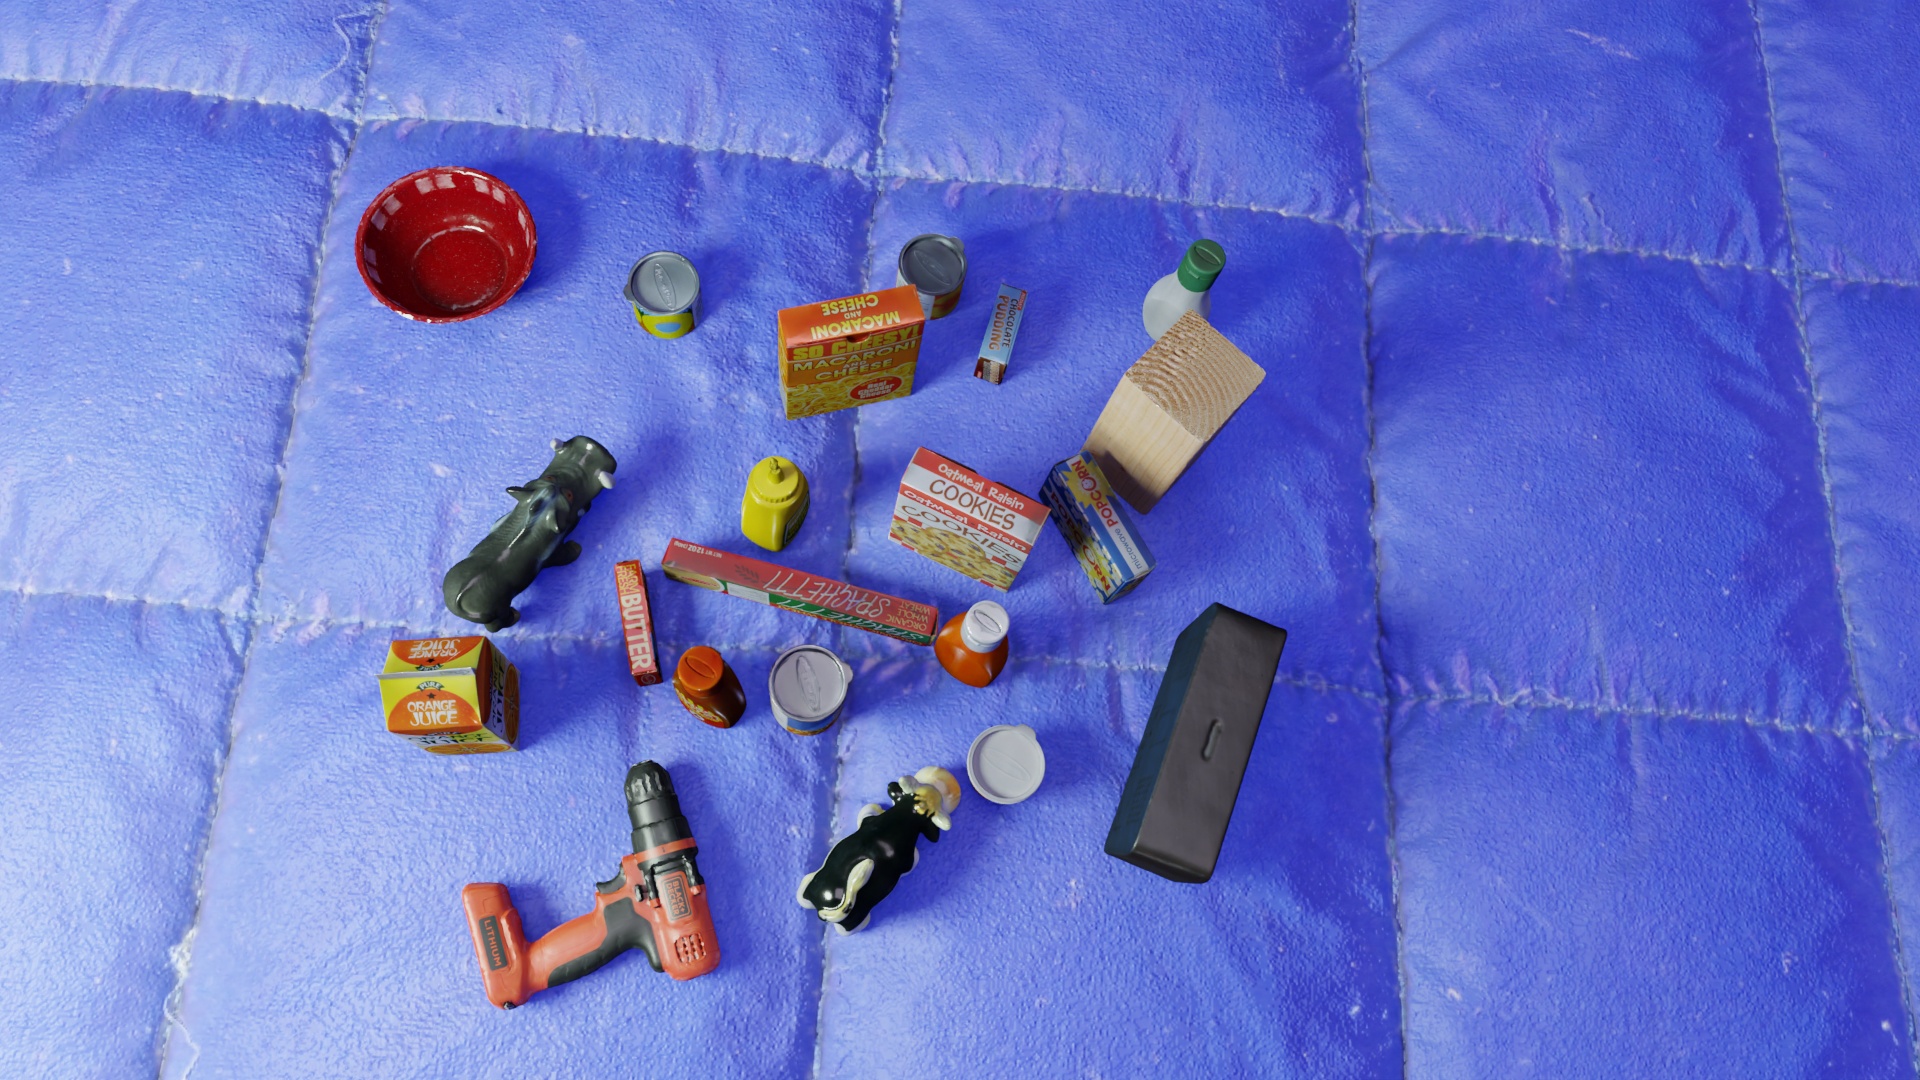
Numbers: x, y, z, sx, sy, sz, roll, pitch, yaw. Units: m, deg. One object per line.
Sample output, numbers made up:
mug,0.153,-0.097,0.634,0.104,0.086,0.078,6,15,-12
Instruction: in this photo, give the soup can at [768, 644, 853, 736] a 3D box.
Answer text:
soup can,-0.129,0.130,1.202,0.071,0.083,0.071,2,73,-6

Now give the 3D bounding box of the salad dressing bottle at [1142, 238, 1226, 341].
salad dressing bottle,0.215,-0.236,1.324,0.064,0.147,0.044,36,73,5

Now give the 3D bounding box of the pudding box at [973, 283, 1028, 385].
pudding box,0.039,-0.199,1.342,0.030,0.049,0.084,17,72,-2

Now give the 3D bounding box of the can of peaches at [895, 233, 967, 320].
can of peaches,-0.027,-0.256,1.348,0.071,0.058,0.071,2,73,-6

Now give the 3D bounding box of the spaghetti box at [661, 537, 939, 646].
spaghetti box,-0.141,0.048,1.244,0.250,0.050,0.029,15,72,-2

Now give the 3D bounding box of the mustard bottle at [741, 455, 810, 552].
mustard bottle,-0.161,-0.038,1.210,0.049,0.159,0.065,29,72,2

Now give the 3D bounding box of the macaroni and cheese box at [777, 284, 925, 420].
macaroni and cheese box,-0.101,-0.166,1.254,0.124,0.166,0.040,-13,76,-10

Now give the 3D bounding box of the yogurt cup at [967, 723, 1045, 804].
yogurt cup,0.037,0.199,1.217,0.072,0.053,0.072,2,73,-6

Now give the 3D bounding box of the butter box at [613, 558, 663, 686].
butter box,-0.282,0.073,1.218,0.024,0.053,0.103,-10,75,-10

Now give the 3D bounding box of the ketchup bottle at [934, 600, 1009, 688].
ketchup bottle,0.014,0.088,1.199,0.065,0.148,0.044,38,73,5

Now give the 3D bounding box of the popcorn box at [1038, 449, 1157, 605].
popcorn box,0.124,-0.011,1.276,0.038,0.085,0.127,-27,78,-14

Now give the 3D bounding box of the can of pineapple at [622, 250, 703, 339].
can of pineapple,-0.279,-0.231,1.309,0.071,0.057,0.071,2,73,-6

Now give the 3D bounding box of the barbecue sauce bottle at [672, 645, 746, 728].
barbecue sauce bottle,-0.212,0.120,1.161,0.065,0.148,0.044,33,73,4

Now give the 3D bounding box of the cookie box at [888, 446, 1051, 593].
cookie box,0.004,-0.015,1.220,0.123,0.167,0.040,25,72,1

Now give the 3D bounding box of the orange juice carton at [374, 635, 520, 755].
orange juice carton,-0.407,0.123,1.114,0.072,0.192,0.073,-2,74,-7
